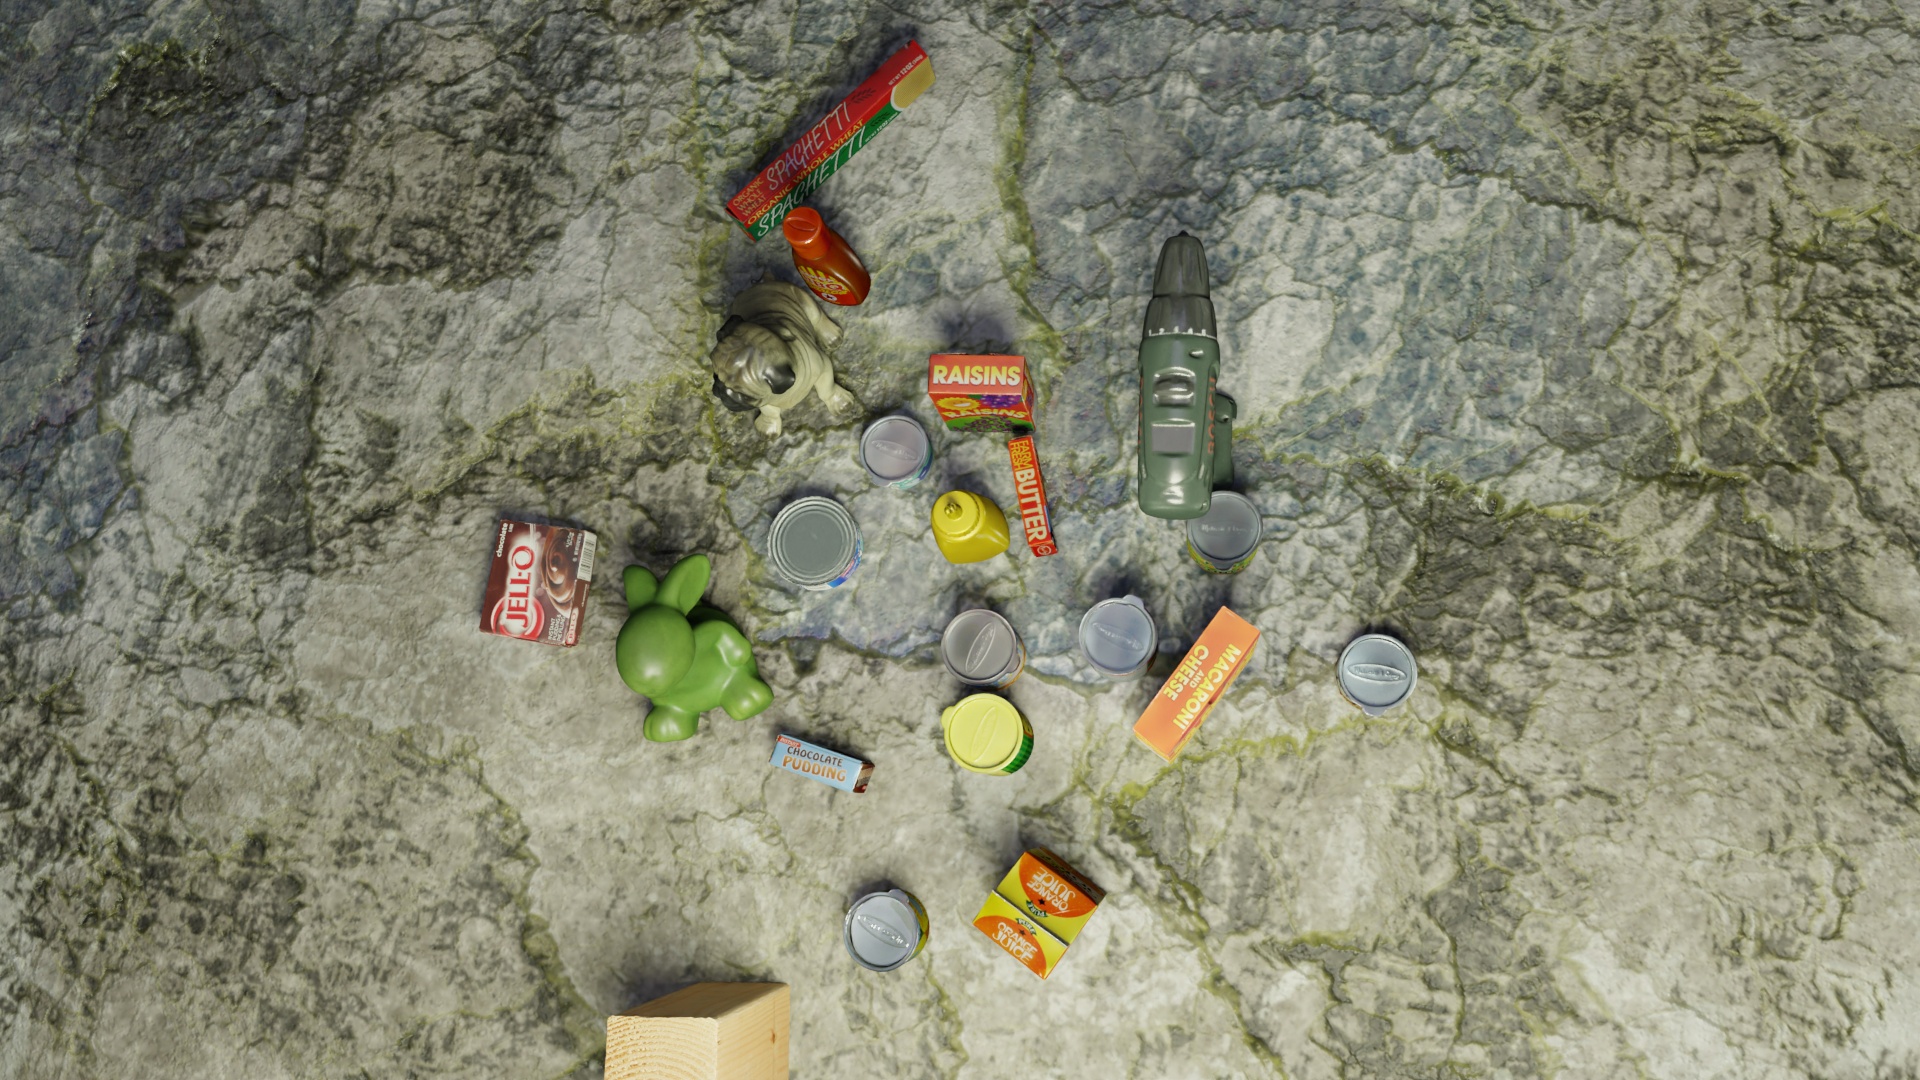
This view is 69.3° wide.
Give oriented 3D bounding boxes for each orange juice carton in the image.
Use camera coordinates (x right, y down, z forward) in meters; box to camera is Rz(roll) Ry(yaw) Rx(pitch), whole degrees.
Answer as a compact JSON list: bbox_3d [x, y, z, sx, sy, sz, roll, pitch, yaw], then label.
[{"bbox_3d":[0.065,0.300,1.128,0.072,0.192,0.073,36,86,13],"label":"orange juice carton"}]

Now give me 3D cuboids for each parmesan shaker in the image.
[{"bbox_3d":[0.024,0.169,1.207,0.071,0.103,0.071,-2,79,8],"label":"parmesan shaker"}]

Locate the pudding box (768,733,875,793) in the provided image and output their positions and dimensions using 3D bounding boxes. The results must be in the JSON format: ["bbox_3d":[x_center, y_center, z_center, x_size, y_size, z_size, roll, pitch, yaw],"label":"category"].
[{"bbox_3d":[-0.124,0.201,1.251,0.084,0.049,0.030,17,82,12],"label":"pudding box"}]

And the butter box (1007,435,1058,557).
[{"bbox_3d":[0.066,-0.040,1.269,0.024,0.053,0.103,-12,77,6],"label":"butter box"}]

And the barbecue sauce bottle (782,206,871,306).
[{"bbox_3d":[-0.129,-0.265,1.296,0.065,0.148,0.044,18,82,12],"label":"barbecue sauce bottle"}]

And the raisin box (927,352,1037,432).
[{"bbox_3d":[0.022,-0.133,1.259,0.086,0.123,0.040,2,80,9],"label":"raisin box"}]

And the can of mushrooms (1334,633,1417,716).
[{"bbox_3d":[0.358,0.118,1.202,0.071,0.033,0.071,-2,78,8],"label":"can of mushrooms"}]

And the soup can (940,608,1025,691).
[{"bbox_3d":[0.024,0.100,1.231,0.071,0.083,0.071,-2,79,8],"label":"soup can"}]

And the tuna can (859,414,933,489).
[{"bbox_3d":[-0.061,-0.080,1.307,0.071,0.033,0.071,-2,78,8],"label":"tuna can"}]

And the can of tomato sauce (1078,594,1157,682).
[{"bbox_3d":[0.140,0.087,1.217,0.071,0.083,0.071,-2,79,8],"label":"can of tomato sauce"}]

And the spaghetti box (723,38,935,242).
[{"bbox_3d":[-0.127,-0.393,1.372,0.250,0.050,0.029,-42,76,-1],"label":"spaghetti box"}]

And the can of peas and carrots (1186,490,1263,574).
[{"bbox_3d":[0.234,-0.004,1.233,0.071,0.058,0.071,-2,79,8],"label":"can of peas and carrots"}]

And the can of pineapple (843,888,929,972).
[{"bbox_3d":[-0.062,0.337,1.209,0.071,0.058,0.071,-2,79,8],"label":"can of pineapple"}]

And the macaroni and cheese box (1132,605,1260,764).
[{"bbox_3d":[0.197,0.124,1.157,0.040,0.166,0.124,36,86,14],"label":"macaroni and cheese box"}]

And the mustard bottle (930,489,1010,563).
[{"bbox_3d":[0.004,-0.015,1.218,0.065,0.160,0.049,-16,77,5],"label":"mustard bottle"}]
